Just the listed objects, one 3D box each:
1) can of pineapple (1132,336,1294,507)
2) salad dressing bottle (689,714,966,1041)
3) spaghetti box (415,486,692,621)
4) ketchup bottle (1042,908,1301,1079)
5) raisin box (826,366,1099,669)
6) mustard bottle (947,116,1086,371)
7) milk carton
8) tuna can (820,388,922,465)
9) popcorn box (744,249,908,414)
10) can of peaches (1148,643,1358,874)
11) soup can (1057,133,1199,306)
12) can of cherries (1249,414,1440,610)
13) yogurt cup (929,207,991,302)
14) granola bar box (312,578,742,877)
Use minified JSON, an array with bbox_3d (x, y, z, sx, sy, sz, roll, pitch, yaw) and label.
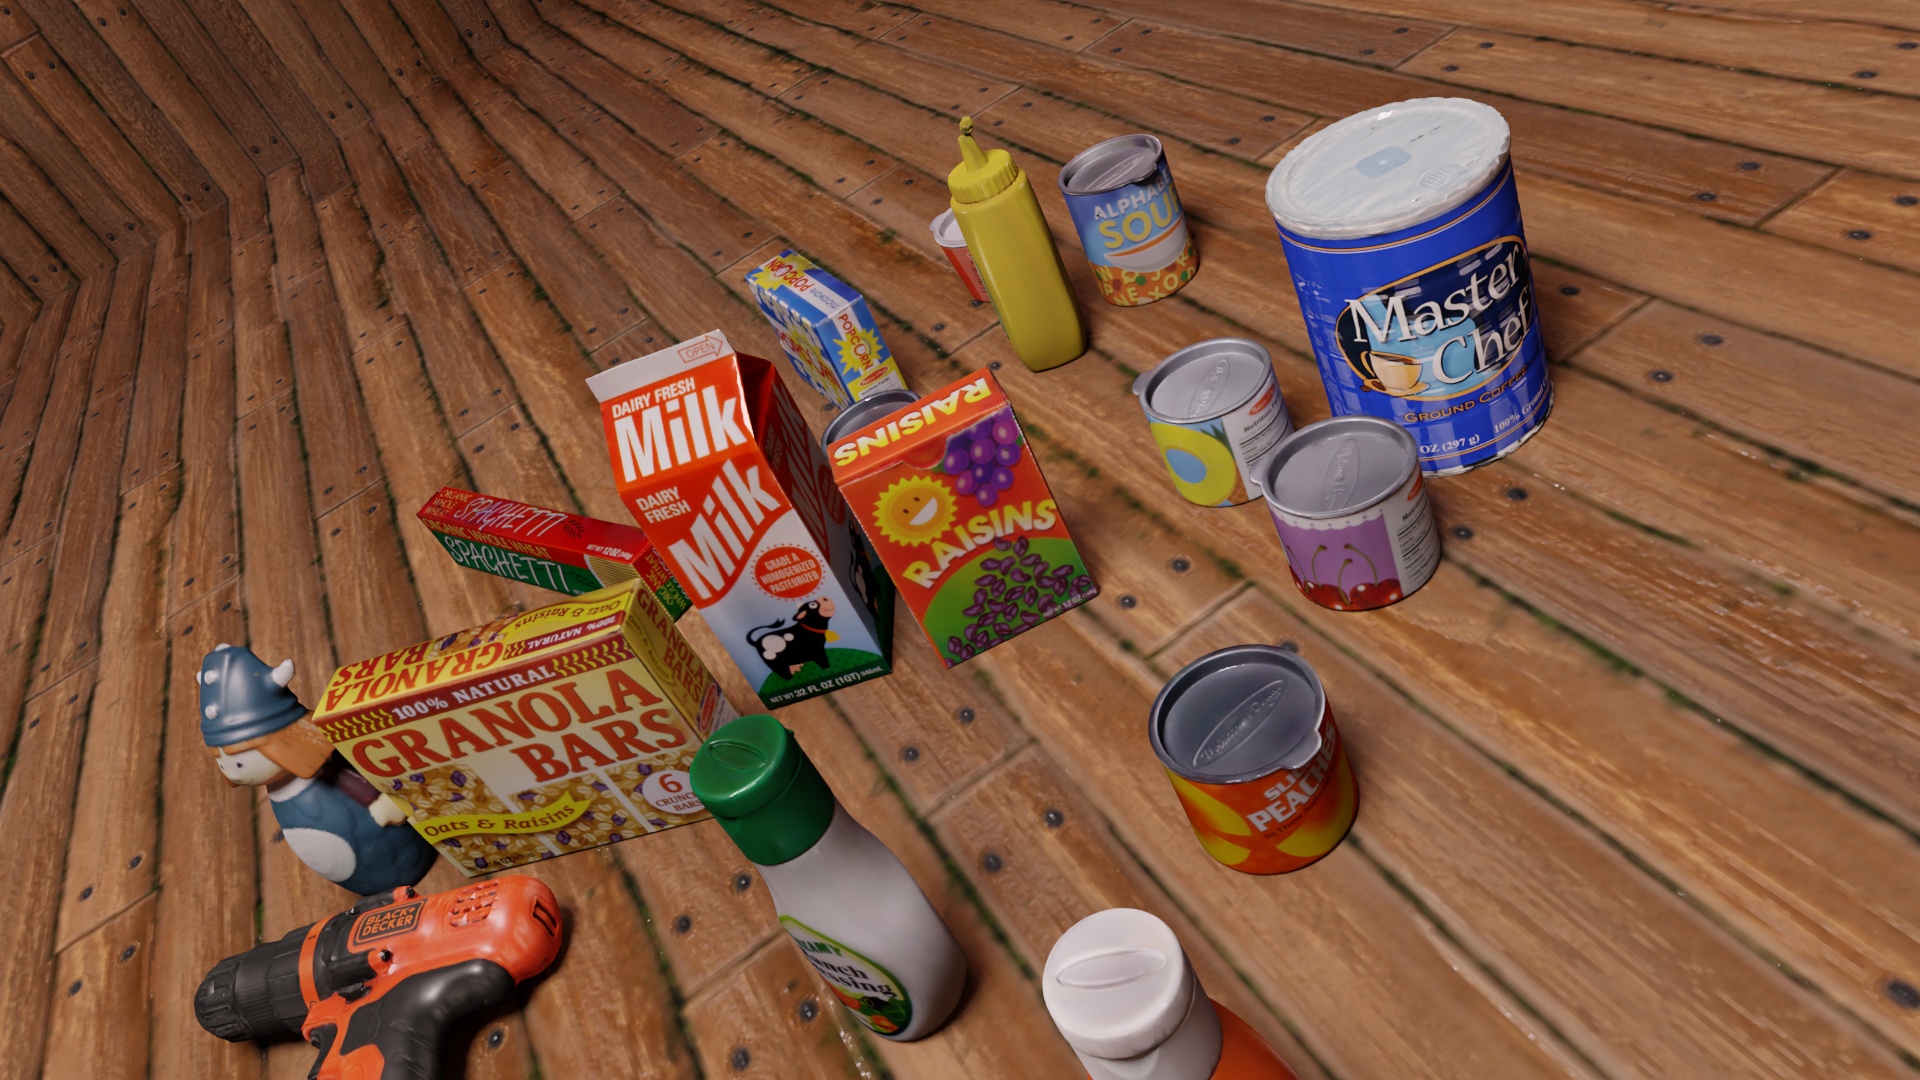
[{"bbox_3d":[0.128,-0.059,0.690,0.071,0.057,0.071,-18,36,14],"label":"can of pineapple"},{"bbox_3d":[-0.046,0.123,0.498,0.064,0.147,0.044,8,48,40],"label":"salad dressing bottle"},{"bbox_3d":[-0.258,0.005,0.868,0.250,0.050,0.029,10,50,41],"label":"spaghetti box"},{"bbox_3d":[0.064,0.157,0.382,0.064,0.148,0.044,-16,37,17],"label":"ketchup bottle"},{"bbox_3d":[0.002,-0.008,0.652,0.086,0.123,0.040,-26,35,3],"label":"raisin box"},{"bbox_3d":[0.028,-0.177,0.814,0.049,0.159,0.065,-21,36,10],"label":"mustard bottle"},{"bbox_3d":[-0.101,-0.014,0.668,0.072,0.189,0.074,-18,36,13],"label":"milk carton"},{"bbox_3d":[-0.047,-0.055,0.821,0.071,0.032,0.071,-18,36,14],"label":"tuna can"},{"bbox_3d":[-0.085,-0.130,0.895,0.038,0.085,0.127,-35,36,-10],"label":"popcorn box"},{"bbox_3d":[0.112,0.083,0.521,0.071,0.057,0.071,-18,36,14],"label":"can of peaches"},{"bbox_3d":[0.106,-0.195,0.854,0.071,0.083,0.072,-18,36,14],"label":"soup can"},{"bbox_3d":[0.168,-0.012,0.605,0.071,0.058,0.072,-18,36,14],"label":"can of cherries"},{"bbox_3d":[0.023,-0.198,0.937,0.072,0.053,0.073,-18,36,14],"label":"yogurt cup"},{"bbox_3d":[-0.195,0.093,0.652,0.165,0.123,0.039,-16,37,15],"label":"granola bar box"}]
